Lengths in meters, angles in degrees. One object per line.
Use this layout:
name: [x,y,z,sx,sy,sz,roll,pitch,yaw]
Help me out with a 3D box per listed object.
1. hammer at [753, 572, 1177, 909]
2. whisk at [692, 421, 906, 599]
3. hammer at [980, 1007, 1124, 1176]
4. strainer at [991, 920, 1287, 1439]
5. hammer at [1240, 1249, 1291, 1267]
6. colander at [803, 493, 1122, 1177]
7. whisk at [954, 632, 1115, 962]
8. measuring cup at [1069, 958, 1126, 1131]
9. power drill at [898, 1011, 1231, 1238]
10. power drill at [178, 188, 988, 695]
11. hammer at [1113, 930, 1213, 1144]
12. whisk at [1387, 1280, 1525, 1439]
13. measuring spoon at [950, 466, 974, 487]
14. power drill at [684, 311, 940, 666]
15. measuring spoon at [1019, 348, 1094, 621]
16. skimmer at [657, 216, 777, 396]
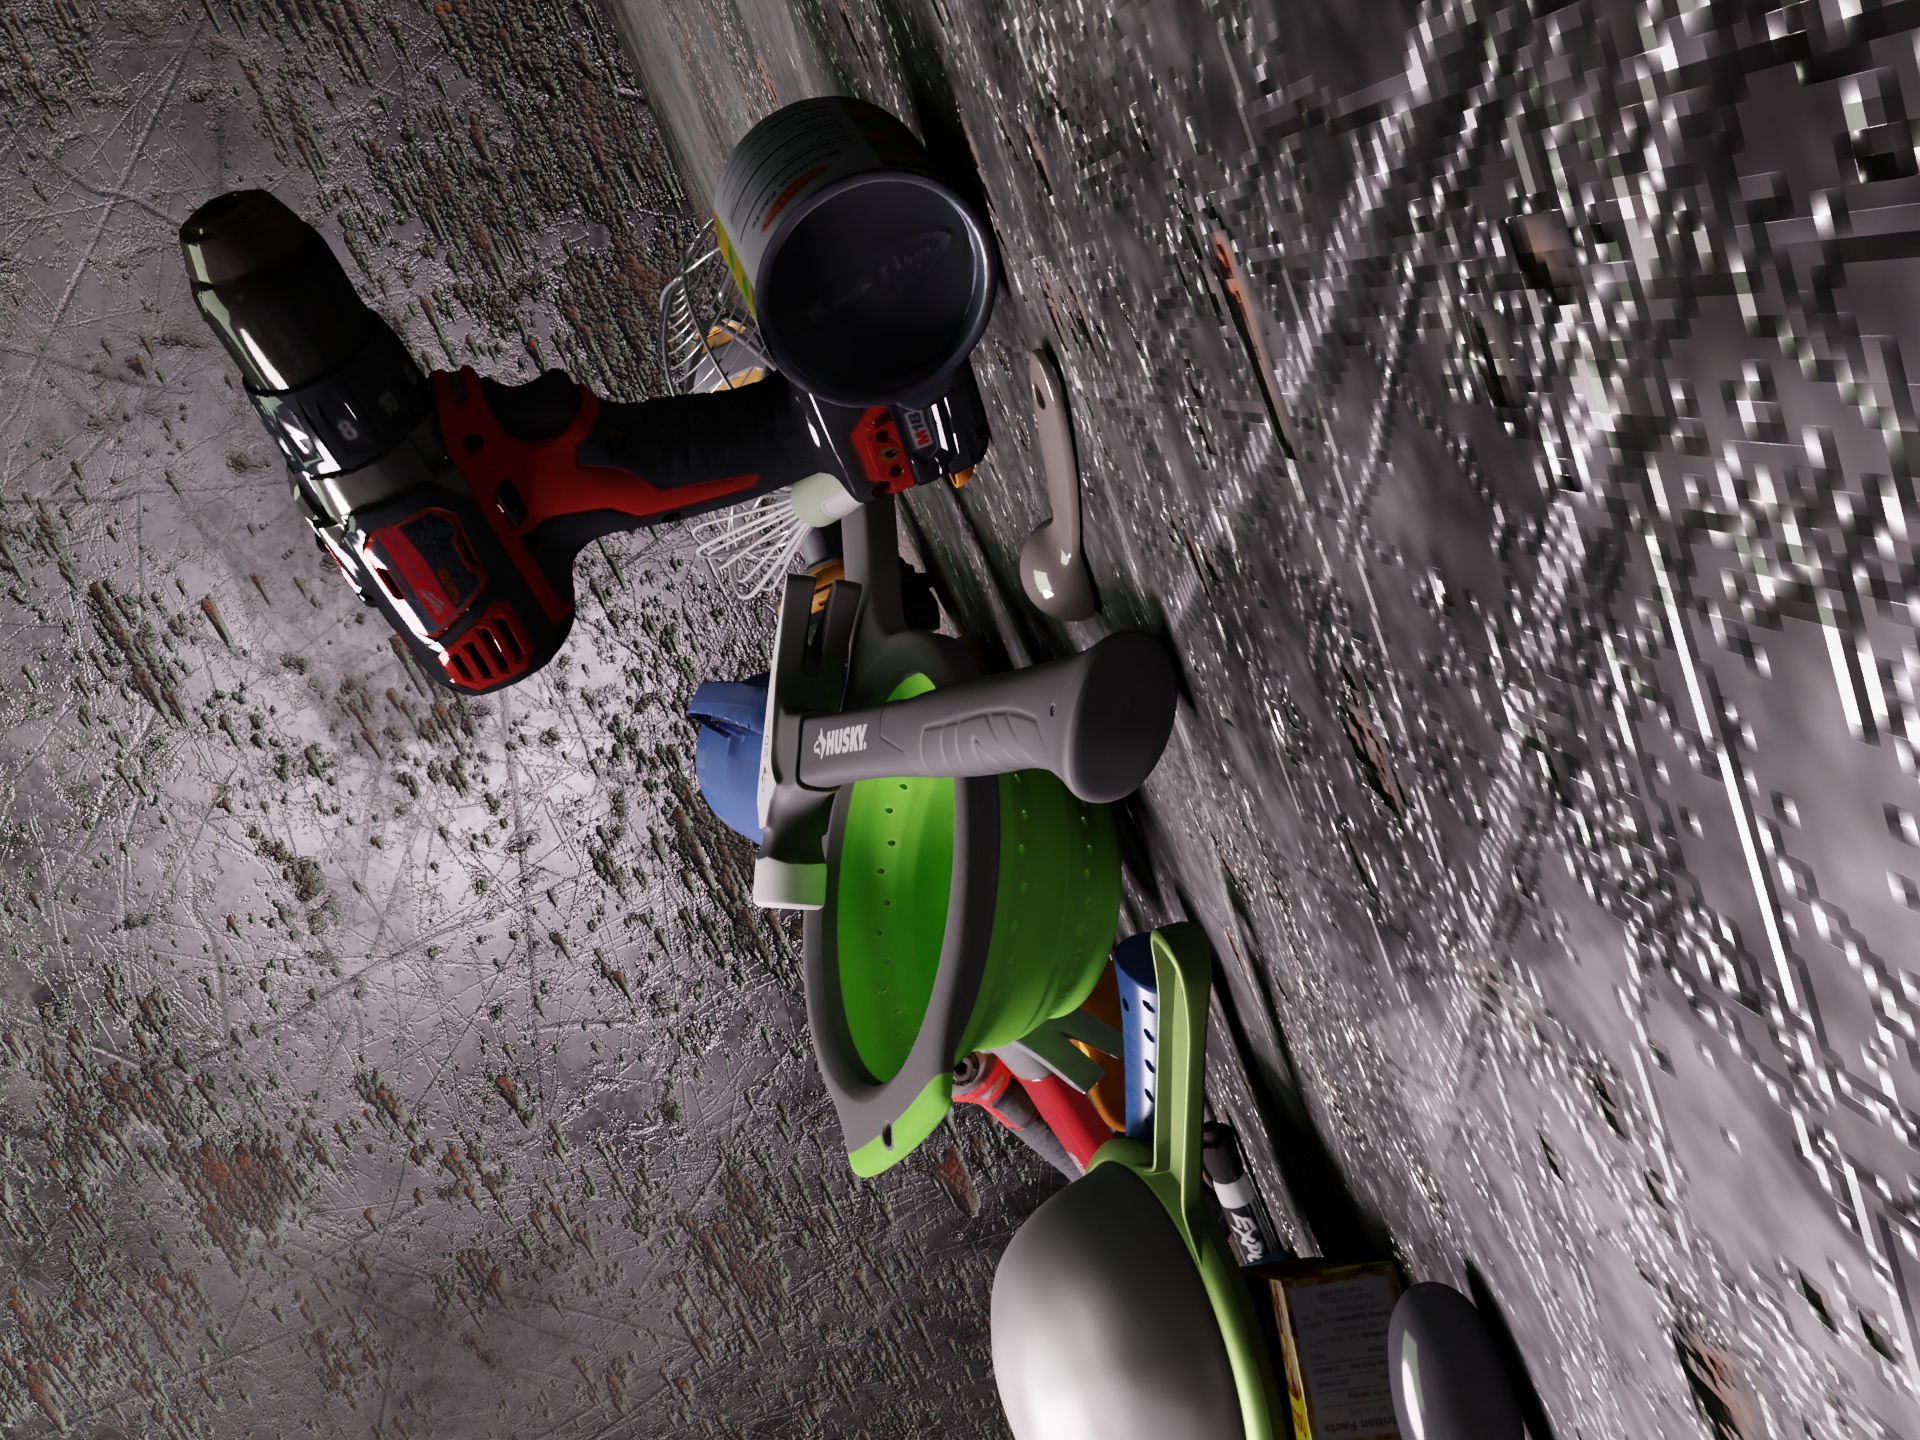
hammer: [-0.016,0.000,0.570,0.335,0.035,0.146,170,106,-68]
whisk: [-0.069,-0.098,0.724,0.246,0.057,0.059,170,99,-65]
hammer: [0.118,0.284,0.808,0.386,0.038,0.143,57,157,-20]
strainer: [0.049,0.182,0.536,0.152,0.069,0.256,-128,32,-57]
hammer: [0.186,0.344,0.613,0.331,0.033,0.128,-117,6,-50]
colander: [-0.001,-0.002,0.715,0.204,0.094,0.397,127,144,-52]
whisk: [0.040,0.067,0.911,0.051,0.047,0.245,-127,17,-81]
measuring cup: [0.094,0.200,0.866,0.095,0.052,0.173,-117,7,-45]
power drill: [0.048,0.233,0.915,0.219,0.078,0.143,43,176,-7]
power drill: [-0.121,-0.120,0.536,0.080,0.226,0.187,-117,5,-46]
hammer: [0.086,0.276,0.657,0.144,0.035,0.405,-126,30,-63]
whisk: [0.154,0.273,0.416,0.070,0.070,0.284,-132,25,-79]
measuring spoon: [-0.010,-0.127,0.661,0.117,0.011,0.021,-112,6,-56]
power drill: [-0.092,-0.151,1.058,0.226,0.084,0.185,67,-166,2]
measuring spoon: [0.023,-0.065,0.461,0.124,0.018,0.034,75,171,-63]
skimmer: [-0.070,-0.176,0.824,0.090,0.127,0.363,25,-177,9]
